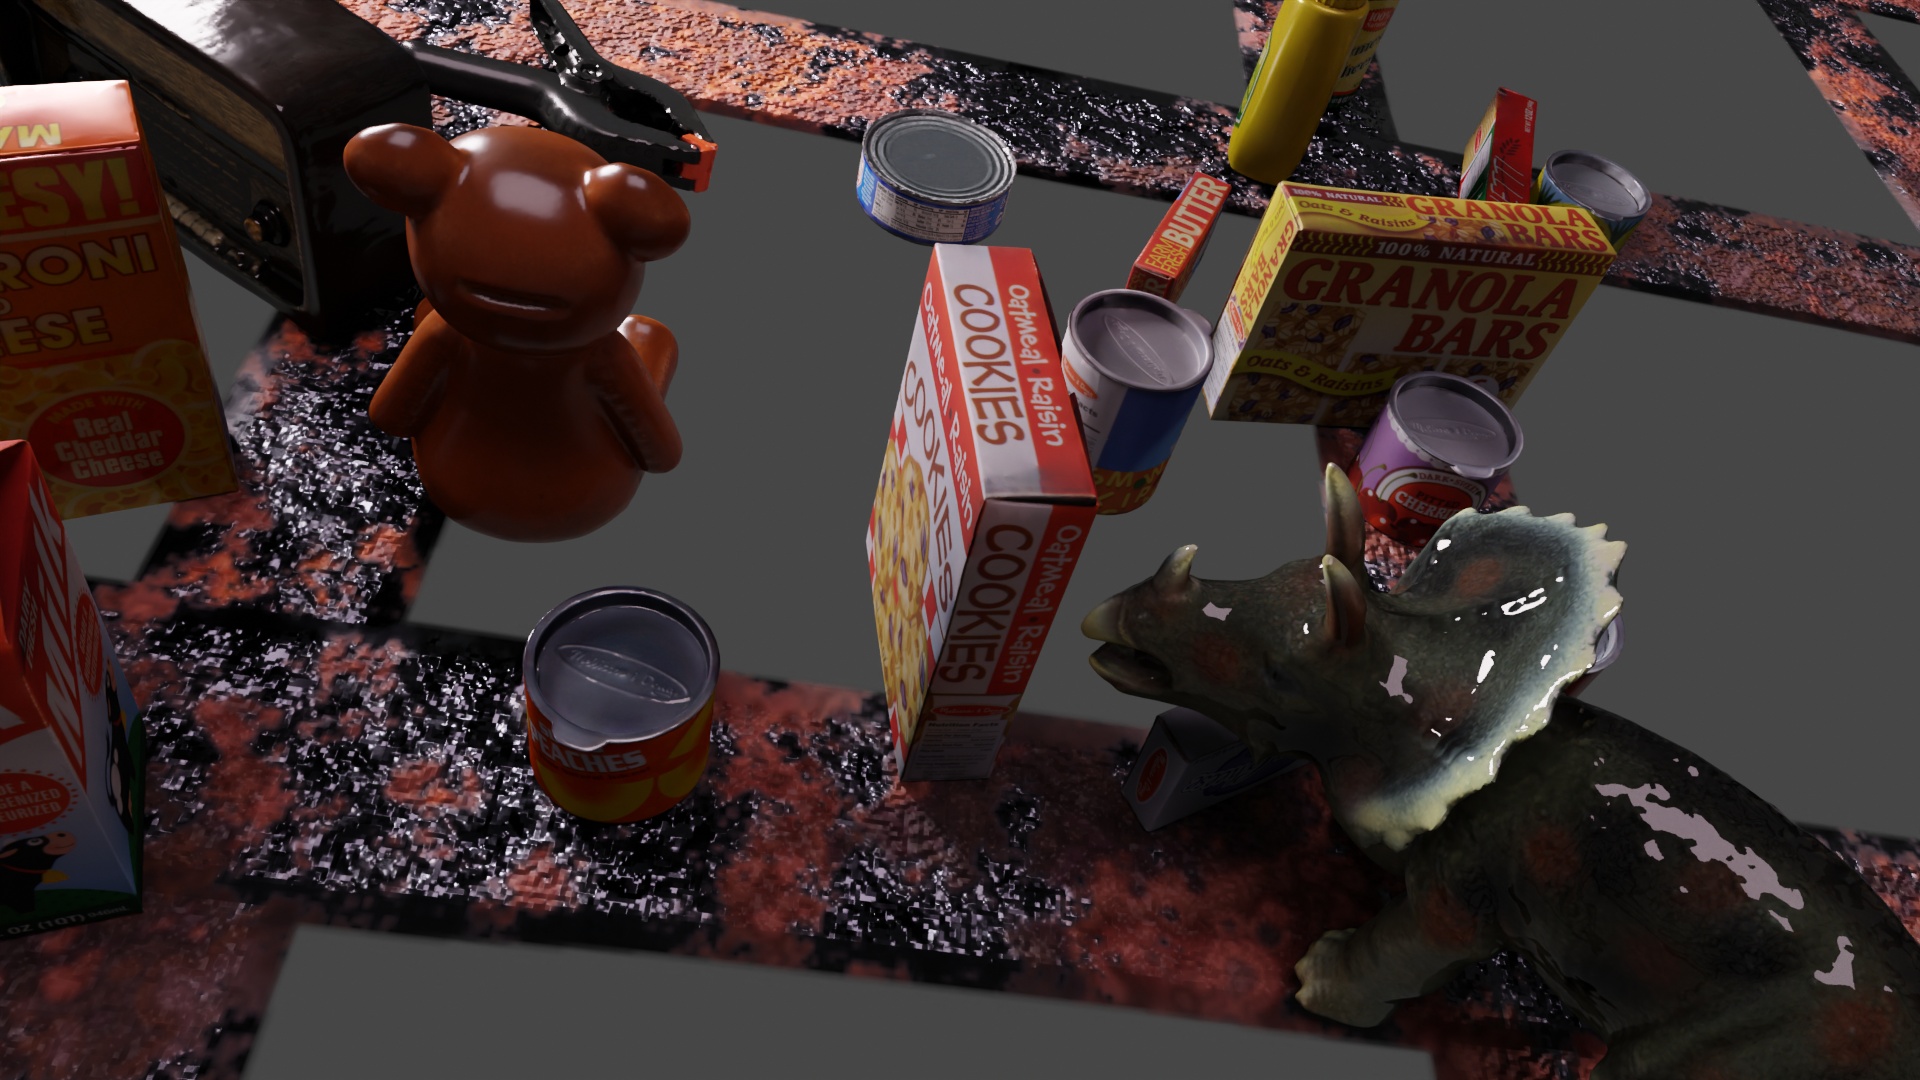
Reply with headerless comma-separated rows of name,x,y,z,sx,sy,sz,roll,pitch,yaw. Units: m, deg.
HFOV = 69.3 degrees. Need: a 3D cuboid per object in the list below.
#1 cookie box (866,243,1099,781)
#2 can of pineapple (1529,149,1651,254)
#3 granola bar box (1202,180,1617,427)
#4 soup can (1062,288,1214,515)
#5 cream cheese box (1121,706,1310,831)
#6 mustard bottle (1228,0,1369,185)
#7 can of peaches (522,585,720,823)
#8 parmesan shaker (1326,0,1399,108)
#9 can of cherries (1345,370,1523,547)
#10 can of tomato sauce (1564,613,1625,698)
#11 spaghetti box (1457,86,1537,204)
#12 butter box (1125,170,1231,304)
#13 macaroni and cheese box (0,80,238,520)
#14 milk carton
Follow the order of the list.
cookie box,0.002,-0.006,0.515,0.040,0.166,0.123,1,50,-14
can of pineapple,0.376,-0.195,0.851,0.071,0.057,0.071,7,49,-8
granola bar box,0.216,-0.112,0.692,0.166,0.123,0.039,1,50,-14
soup can,0.074,-0.063,0.639,0.071,0.083,0.072,7,49,-8
cream cheese box,0.116,0.076,0.549,0.104,0.053,0.024,-16,56,-26
mustard bottle,0.205,-0.290,0.819,0.049,0.159,0.066,20,48,3
can of peaches,-0.123,0.061,0.497,0.071,0.057,0.071,7,49,-8
parmesan shaker,0.253,-0.349,0.922,0.071,0.102,0.072,7,49,-8
can of cherries,0.228,-0.037,0.675,0.071,0.058,0.072,7,49,-8
can of tomato sauce,0.221,0.052,0.579,0.071,0.082,0.071,7,49,-8
spaghetti box,0.319,-0.192,0.838,0.029,0.049,0.251,21,48,4
butter box,0.113,-0.150,0.746,0.024,0.052,0.104,26,48,8
macaroni and cheese box,-0.336,-0.073,0.485,0.124,0.165,0.040,-13,55,-25
milk carton,-0.286,0.037,0.385,0.072,0.189,0.074,-8,52,-21
